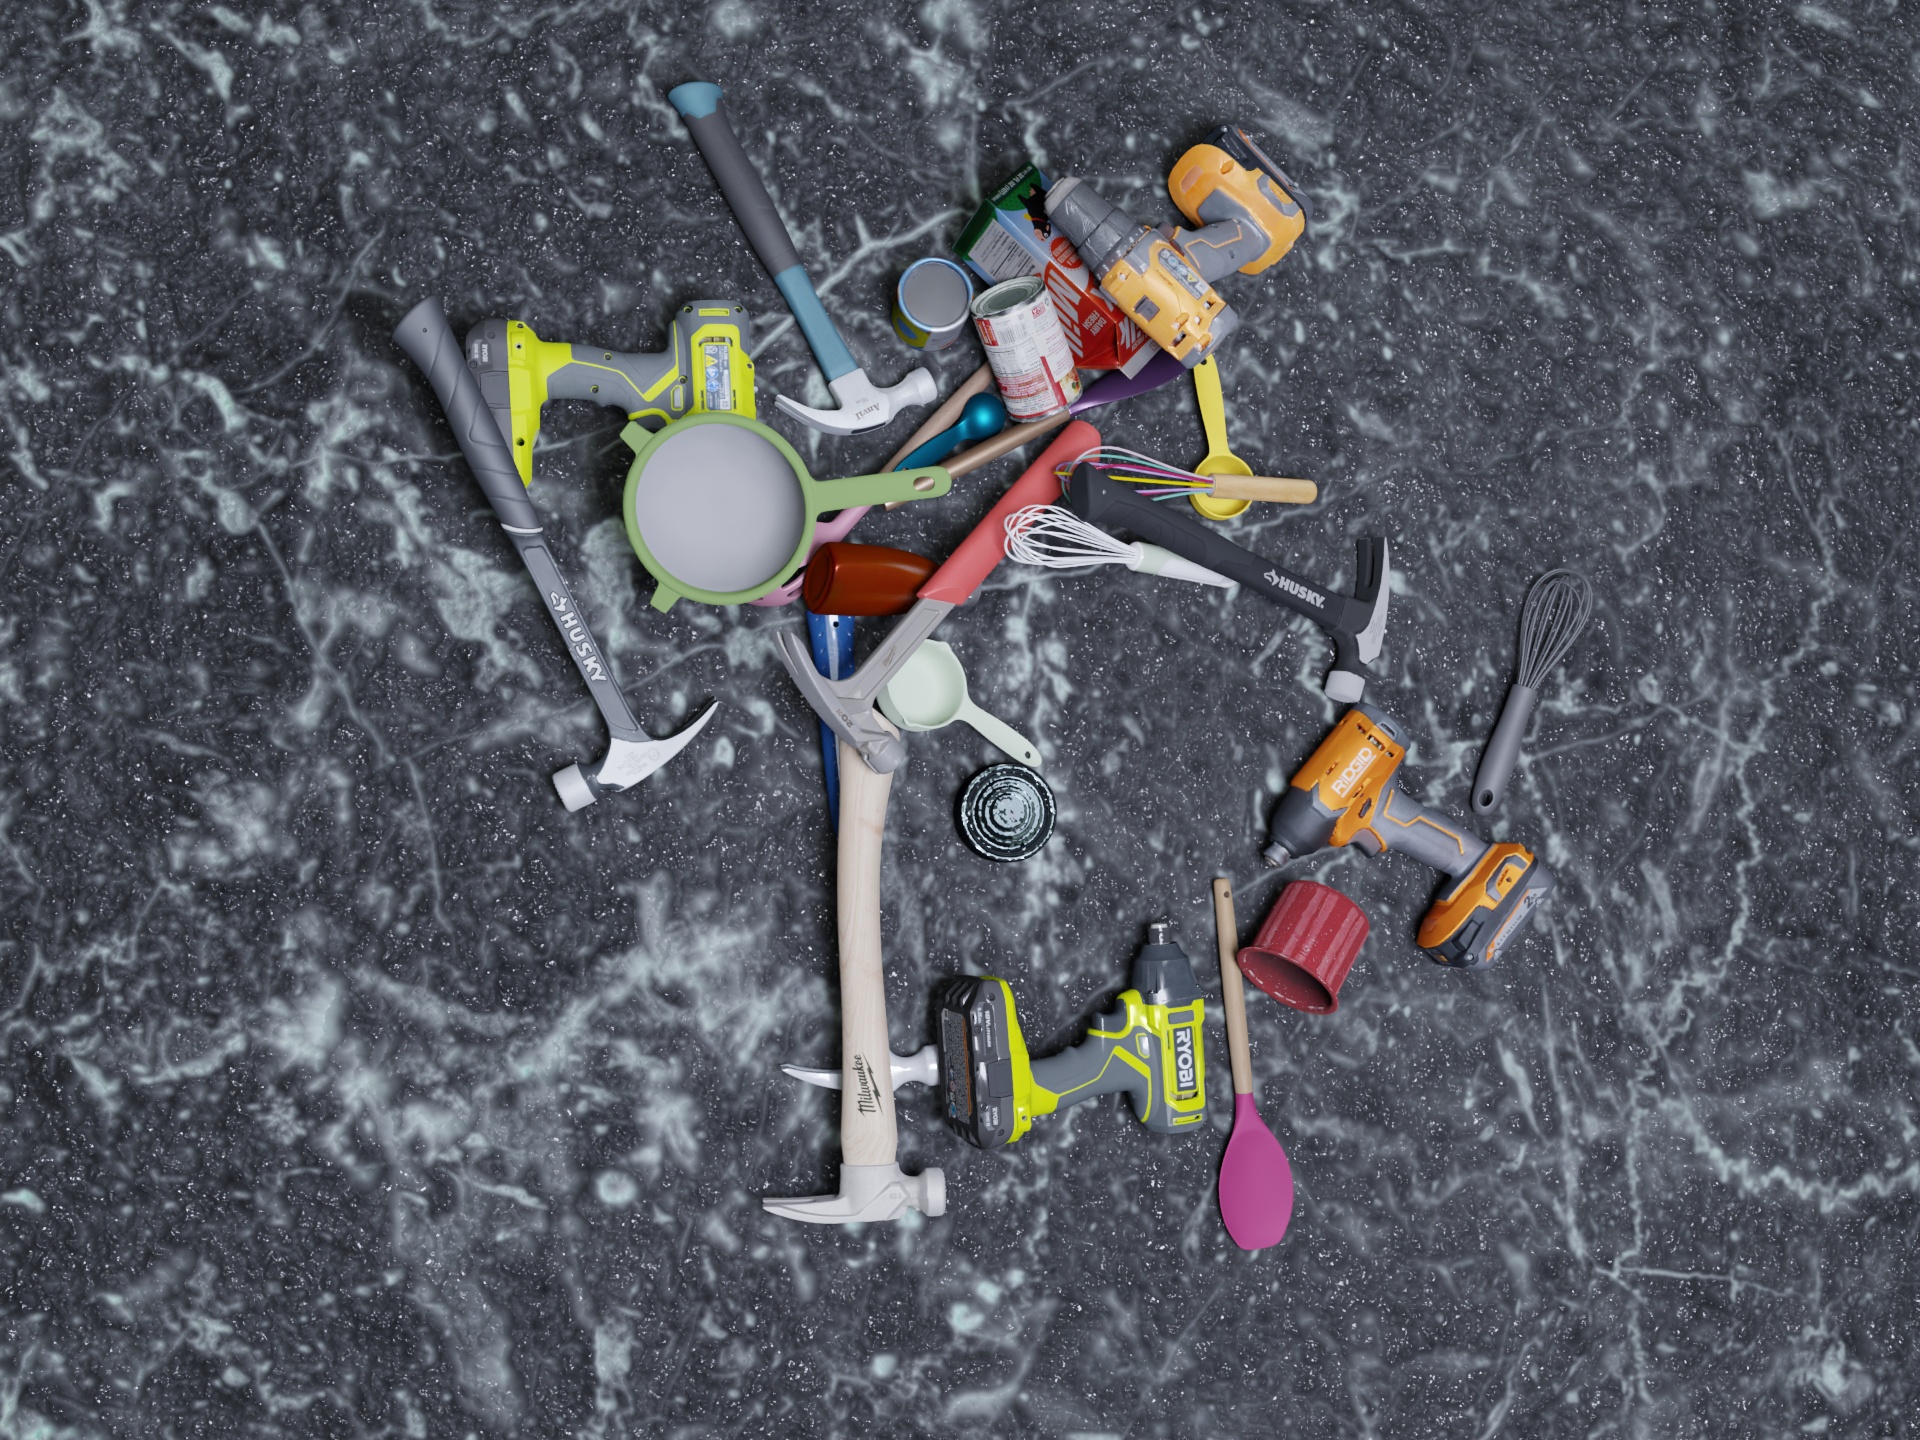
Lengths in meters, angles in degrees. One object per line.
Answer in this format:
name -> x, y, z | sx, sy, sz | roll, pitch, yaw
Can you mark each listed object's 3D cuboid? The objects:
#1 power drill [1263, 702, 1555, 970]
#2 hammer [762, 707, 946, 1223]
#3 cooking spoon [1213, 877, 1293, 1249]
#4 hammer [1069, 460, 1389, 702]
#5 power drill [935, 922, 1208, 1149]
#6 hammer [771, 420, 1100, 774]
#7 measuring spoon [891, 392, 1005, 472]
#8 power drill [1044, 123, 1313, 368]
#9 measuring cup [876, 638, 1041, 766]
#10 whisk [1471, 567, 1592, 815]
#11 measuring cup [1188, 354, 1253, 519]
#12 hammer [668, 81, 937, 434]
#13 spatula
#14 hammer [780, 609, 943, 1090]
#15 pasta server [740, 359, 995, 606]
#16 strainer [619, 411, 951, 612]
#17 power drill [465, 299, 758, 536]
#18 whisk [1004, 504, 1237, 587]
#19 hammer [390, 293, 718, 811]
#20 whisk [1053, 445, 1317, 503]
power drill -> 0.380, 0.116, 1.382 | 0.226, 0.084, 0.164 | 42, 82, 0
hammer -> -0.090, 0.195, 1.286 | 0.146, 0.038, 0.411 | -1, 86, -8
cooking spoon -> 0.243, 0.296, 1.377 | 0.068, 0.017, 0.319 | -5, 88, -14
hammer -> 0.232, -0.140, 1.346 | 0.334, 0.035, 0.146 | 22, 81, -26
power drill -> 0.098, 0.262, 1.314 | 0.223, 0.080, 0.171 | -3, 88, -24
hammer -> -0.001, -0.131, 1.303 | 0.359, 0.037, 0.149 | -50, 122, -25
measuring spoon -> -0.007, -0.235, 1.351 | 0.128, 0.021, 0.042 | -39, 127, -23
power drill -> 0.183, -0.417, 1.339 | 0.185, 0.084, 0.226 | 42, 54, -4
measuring cup -> -0.002, -0.004, 1.353 | 0.167, 0.038, 0.083 | 35, 65, -23
whisk -> 0.510, -0.026, 1.429 | 0.055, 0.055, 0.239 | 22, 88, -7
measuring cup -> 0.222, -0.253, 1.407 | 0.062, 0.029, 0.156 | -7, 85, -10
hammer -> -0.152, -0.394, 1.353 | 0.128, 0.033, 0.331 | -28, 91, -11
spatula -> 0.070, -0.253, 1.363 | 0.316, 0.060, 0.018 | -29, 129, -13
hammer -> -0.095, 0.108, 1.327 | 0.144, 0.035, 0.405 | -5, 87, -10
pasta server -> -0.067, -0.209, 1.349 | 0.040, 0.060, 0.316 | 31, 72, 33
strainer -> -0.135, -0.179, 1.263 | 0.256, 0.069, 0.151 | -7, 107, 0
power drill -> -0.279, -0.244, 1.301 | 0.228, 0.080, 0.190 | -3, 95, -12
whisk -> 0.141, -0.140, 1.343 | 0.246, 0.057, 0.059 | 7, 40, -31
hammer -> -0.331, -0.136, 1.252 | 0.149, 0.036, 0.408 | -26, 107, -10
whisk -> 0.195, -0.200, 1.353 | 0.245, 0.047, 0.051 | 1, 72, -18
